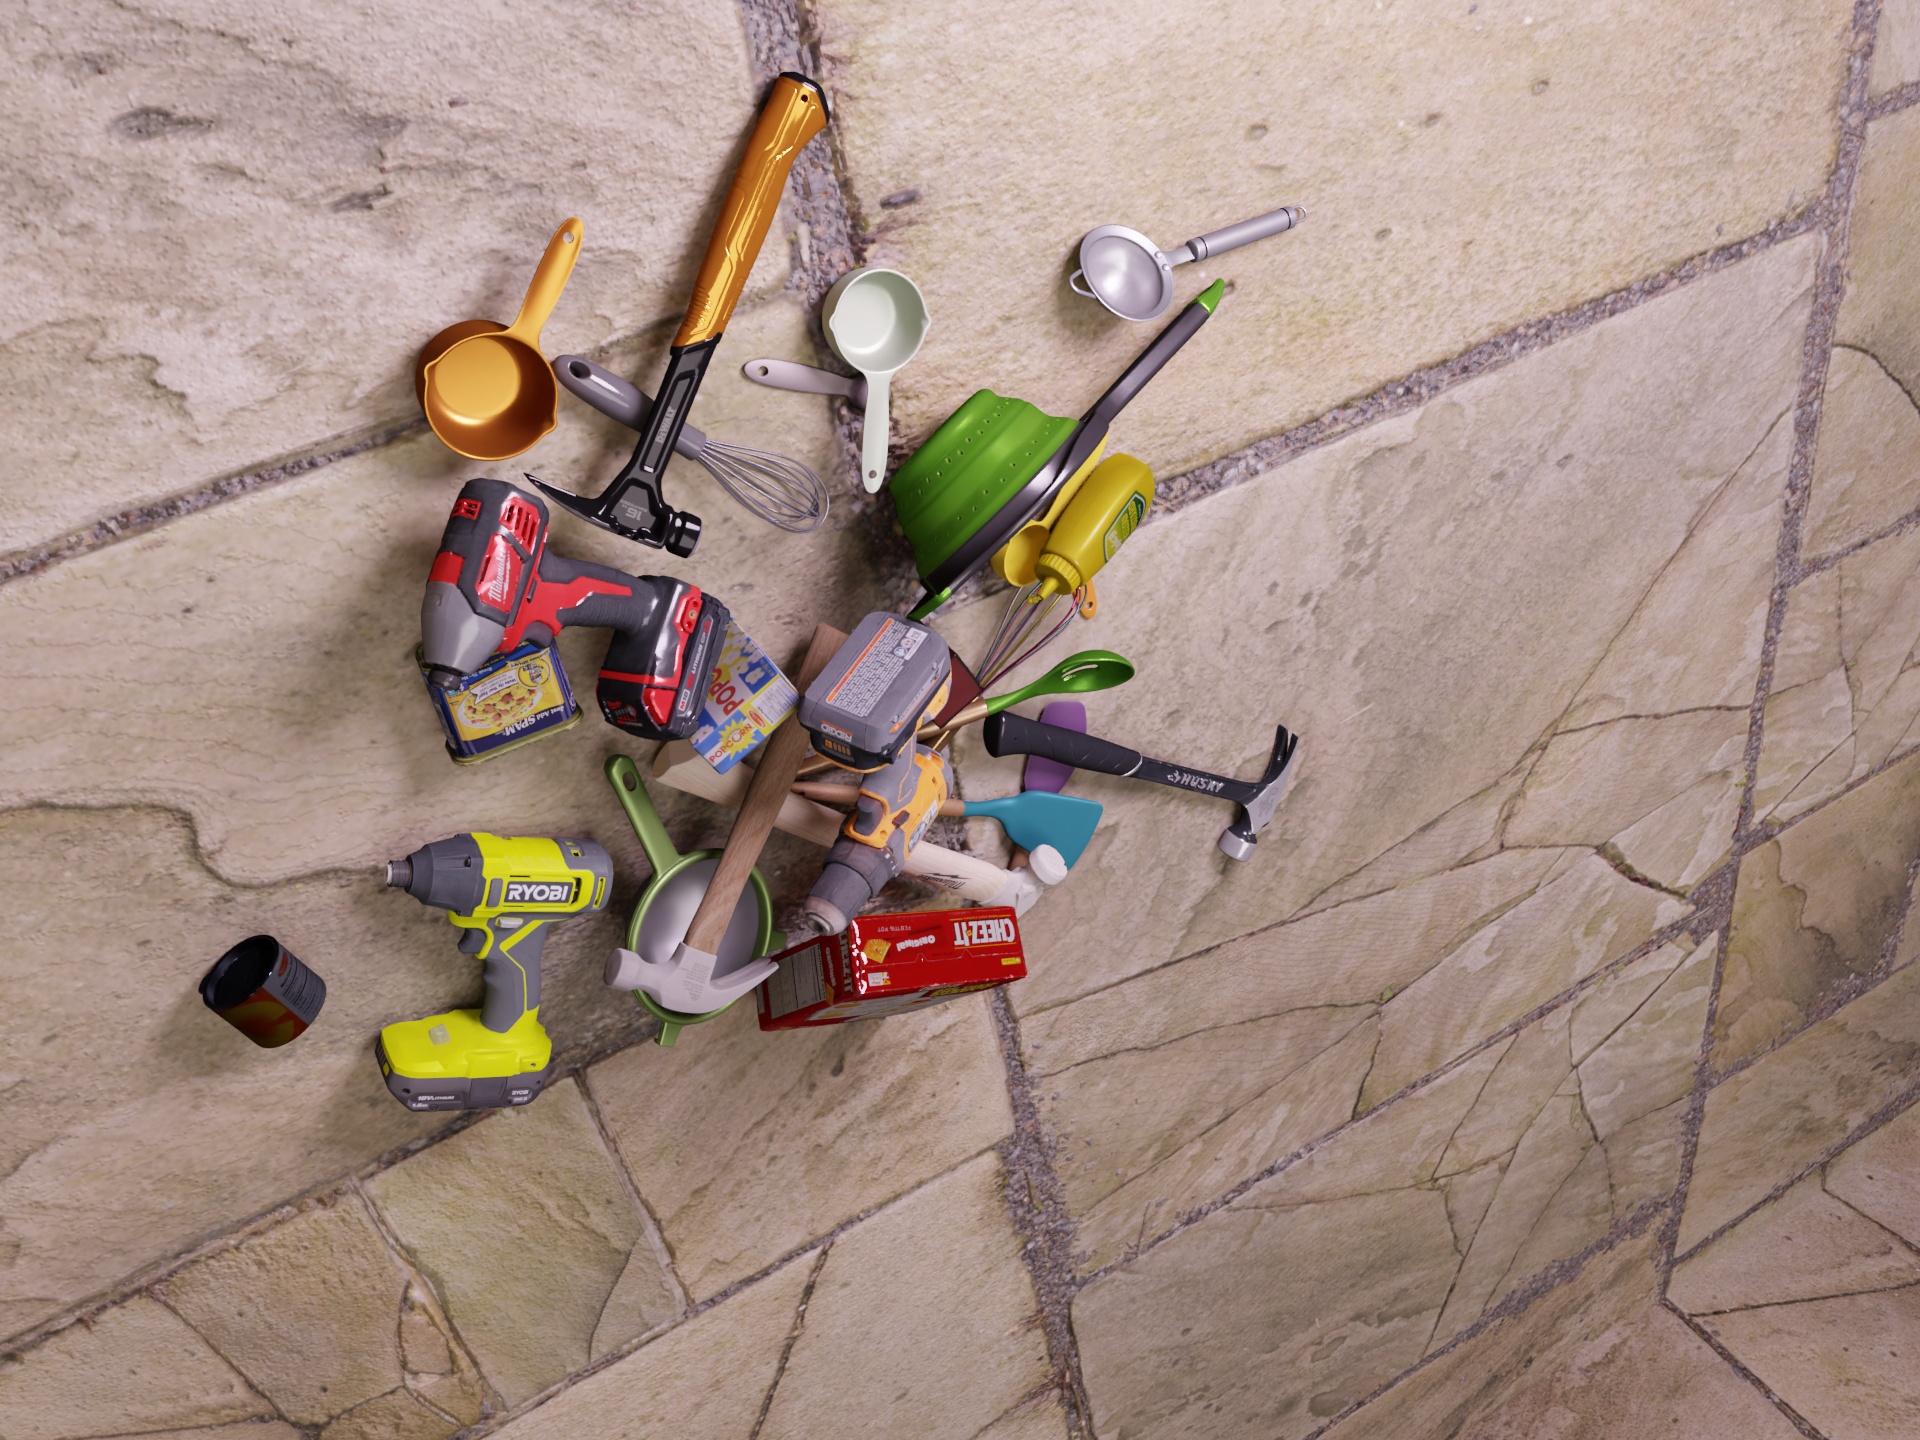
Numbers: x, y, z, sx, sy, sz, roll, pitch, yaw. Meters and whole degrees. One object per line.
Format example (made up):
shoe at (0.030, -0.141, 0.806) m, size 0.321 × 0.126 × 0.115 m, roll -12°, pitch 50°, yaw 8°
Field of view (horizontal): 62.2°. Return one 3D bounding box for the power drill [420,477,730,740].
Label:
power drill at (-0.275, -0.064, 1.117) m, size 0.219 × 0.079 × 0.143 m, roll 27°, pitch 74°, yaw -48°

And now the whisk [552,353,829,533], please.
whisk at (-0.192, -0.204, 1.163) m, size 0.238 × 0.055 × 0.055 m, roll 28°, pitch 101°, yaw -35°

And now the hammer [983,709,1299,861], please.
hammer at (0.179, 0.042, 1.536) m, size 0.408 × 0.036 × 0.149 m, roll 15°, pitch 108°, yaw -40°

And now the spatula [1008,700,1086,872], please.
spatula at (0.064, 0.123, 1.539) m, size 0.059 × 0.018 × 0.315 m, roll 2°, pitch 116°, yaw -31°

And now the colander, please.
colander at (0.064, -0.246, 1.260) m, size 0.094 × 0.204 × 0.397 m, roll 45°, pitch 72°, yaw -8°

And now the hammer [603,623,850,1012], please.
hammer at (-0.163, 0.080, 1.284) m, size 0.130 × 0.031 × 0.331 m, roll 25°, pitch 87°, yaw -32°

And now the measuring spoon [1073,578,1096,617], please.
measuring spoon at (0.106, -0.136, 1.408) m, size 0.021 × 0.011 × 0.116 m, roll -30°, pitch 129°, yaw -13°

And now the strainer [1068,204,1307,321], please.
strainer at (0.184, -0.377, 1.290) m, size 0.258 × 0.050 × 0.087 m, roll -25°, pitch 85°, yaw -23°

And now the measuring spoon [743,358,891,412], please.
measuring spoon at (-0.105, -0.254, 1.200) m, size 0.124 × 0.018 × 0.034 m, roll 3°, pitch 116°, yaw -33°

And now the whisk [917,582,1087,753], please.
whisk at (0.027, -0.042, 1.402) m, size 0.051 × 0.047 × 0.245 m, roll 30°, pitch 104°, yaw -41°

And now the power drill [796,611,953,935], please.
power drill at (-0.072, 0.050, 1.248) m, size 0.185 × 0.084 × 0.226 m, roll -55°, pitch 158°, yaw -34°

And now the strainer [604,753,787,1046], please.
strainer at (-0.251, 0.132, 1.318) m, size 0.151 × 0.069 × 0.256 m, roll -40°, pitch 125°, yaw -34°

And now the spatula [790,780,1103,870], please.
spatula at (-0.016, 0.083, 1.447) m, size 0.317 × 0.044 × 0.082 m, roll 9°, pitch 120°, yaw -33°

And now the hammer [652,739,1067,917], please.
hammer at (-0.096, 0.109, 1.403) m, size 0.410 × 0.038 × 0.146 m, roll 25°, pitch 124°, yaw -36°

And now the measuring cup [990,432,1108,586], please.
measuring cup at (0.076, -0.186, 1.356) m, size 0.156 × 0.029 × 0.062 m, roll -58°, pitch 139°, yaw -5°

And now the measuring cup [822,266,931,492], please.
measuring cup at (-0.069, -0.257, 1.198) m, size 0.083 × 0.038 × 0.167 m, roll -8°, pitch 116°, yaw -27°

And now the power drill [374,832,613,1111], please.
power drill at (-0.386, 0.196, 1.271) m, size 0.171 × 0.080 × 0.223 m, roll 5°, pitch 111°, yaw -34°

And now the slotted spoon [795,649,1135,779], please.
slotted spoon at (-0.002, -0.004, 1.370) m, size 0.313 × 0.031 × 0.070 m, roll -19°, pitch 158°, yaw -3°

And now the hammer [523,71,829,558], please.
hammer at (-0.180, -0.286, 1.095) m, size 0.127 × 0.034 × 0.337 m, roll 20°, pitch 98°, yaw -31°

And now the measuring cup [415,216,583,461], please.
measuring cup at (-0.299, -0.259, 1.057) m, size 0.095 × 0.052 × 0.173 m, roll 21°, pitch 104°, yaw -39°
